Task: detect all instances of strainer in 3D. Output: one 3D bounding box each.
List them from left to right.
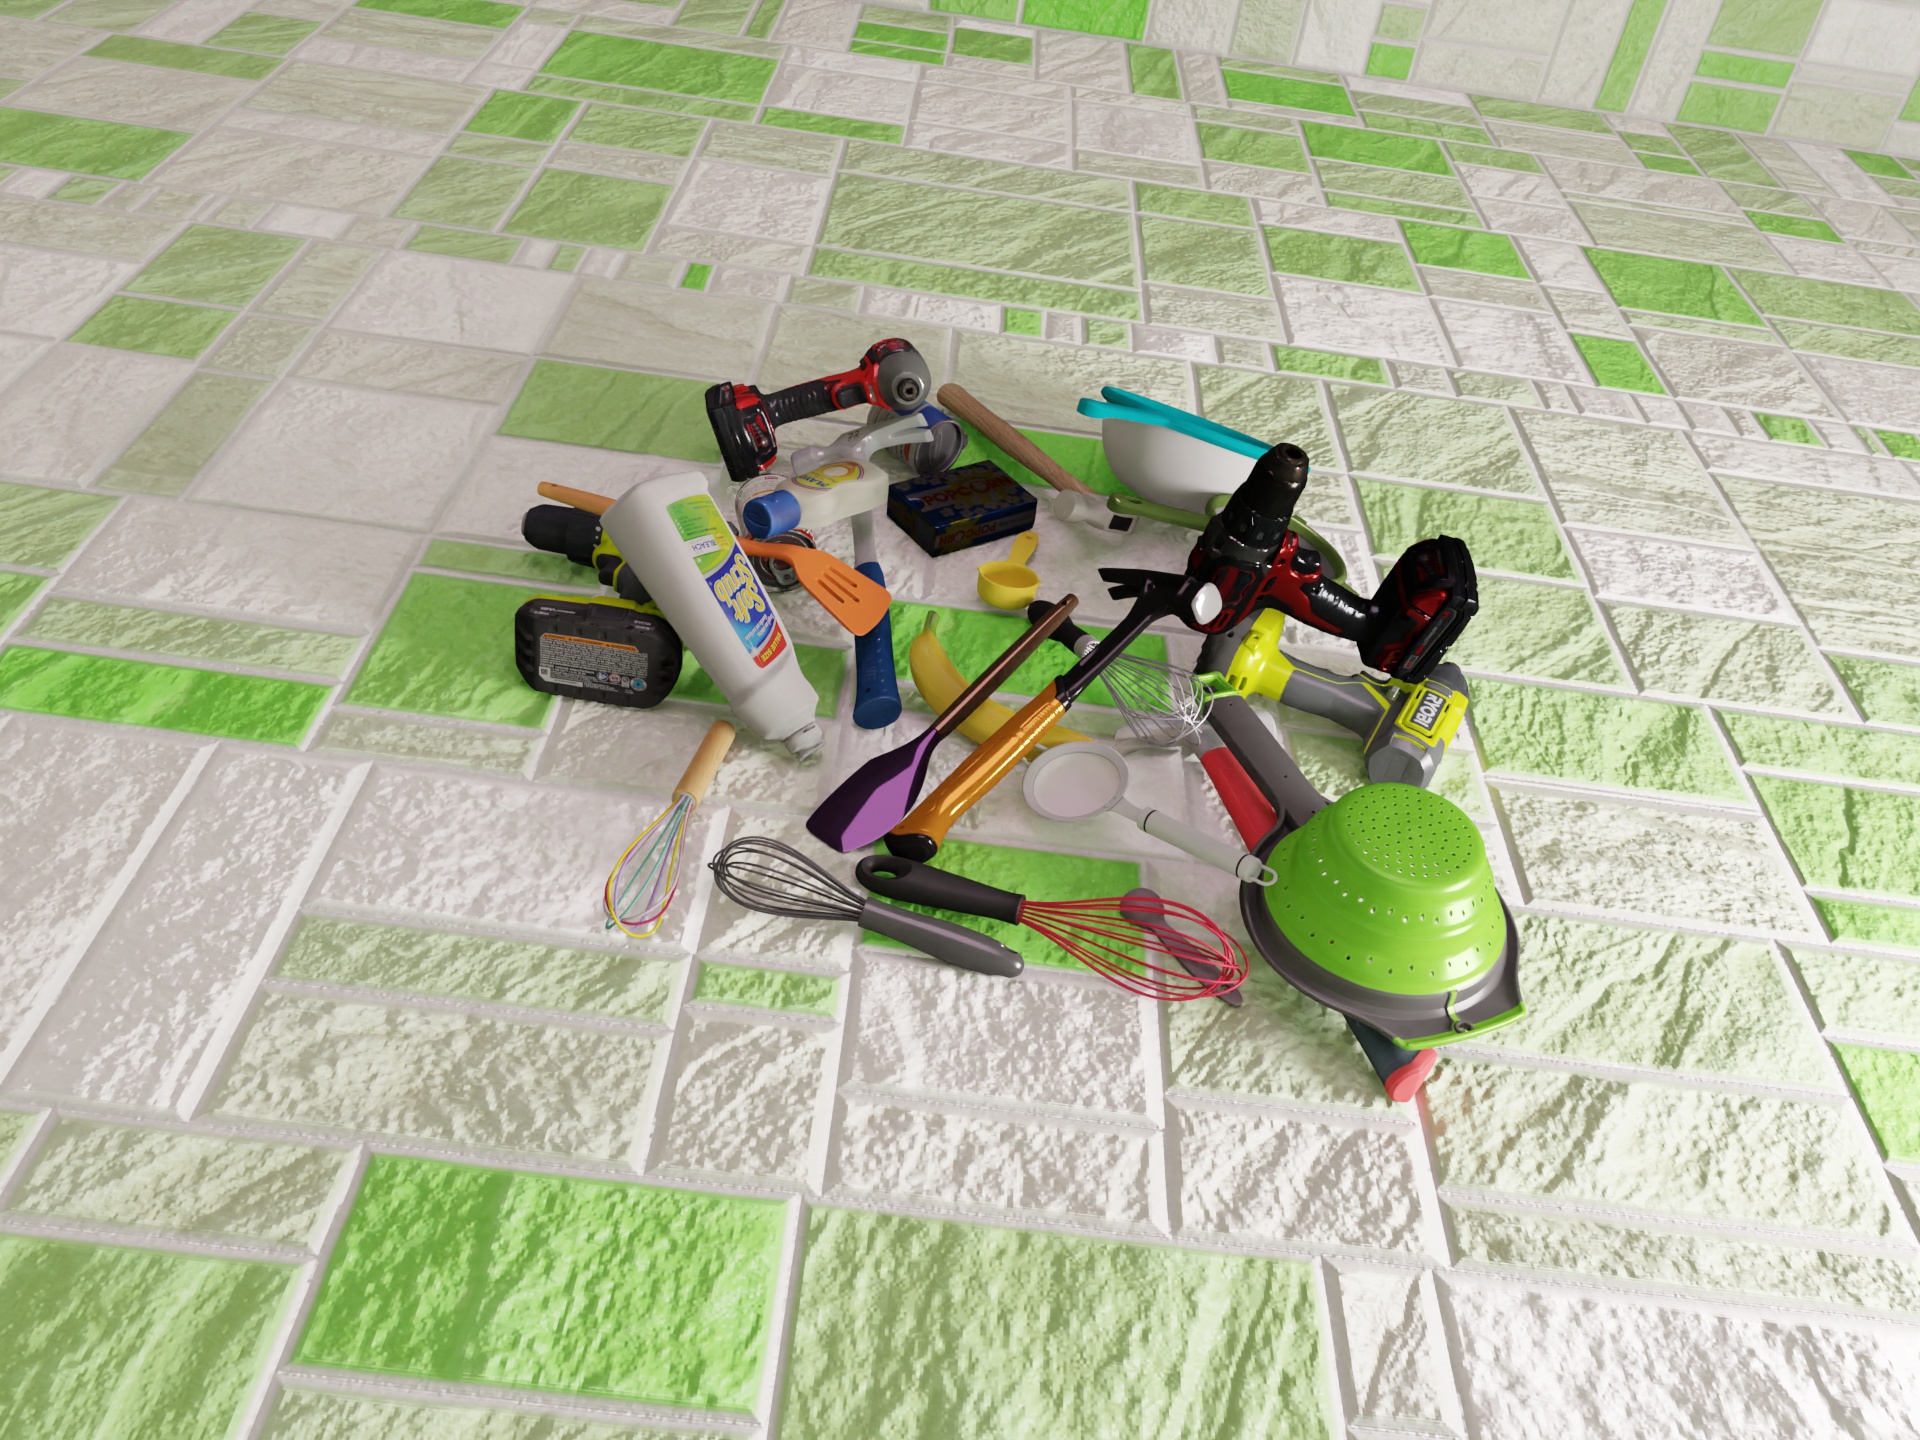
[{"bbox_3d":[0.137,0.076,1.214,0.087,0.050,0.259,-40,41,-24],"label":"strainer"},{"bbox_3d":[0.193,-0.258,1.569,0.211,0.095,0.340,29,19,28],"label":"strainer"},{"bbox_3d":[0.242,-0.159,1.508,0.256,0.069,0.152,11,34,-23],"label":"strainer"}]

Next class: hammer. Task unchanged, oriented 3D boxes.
[{"bbox_3d":[-0.082,-0.148,1.455,0.144,0.035,0.406,-19,43,11],"label":"hammer"},{"bbox_3d":[0.073,-0.276,1.652,0.130,0.031,0.332,8,27,-39],"label":"hammer"},{"bbox_3d":[0.060,-0.008,1.264,0.337,0.034,0.127,-43,33,-22],"label":"hammer"},{"bbox_3d":[0.240,0.127,1.212,0.143,0.038,0.387,-5,41,-15],"label":"hammer"}]

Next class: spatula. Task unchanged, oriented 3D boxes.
[{"bbox_3d":[-0.216,-0.149,1.364,0.322,0.041,0.081,17,35,10],"label":"spatula"},{"bbox_3d":[-0.002,-0.004,1.284,0.060,0.018,0.316,32,60,24],"label":"spatula"}]

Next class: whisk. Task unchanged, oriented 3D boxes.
[{"bbox_3d":[-0.212,0.077,1.189,0.047,0.051,0.245,30,35,-8],"label":"whisk"},{"bbox_3d":[-0.068,0.138,1.137,0.239,0.055,0.055,19,40,4],"label":"whisk"},{"bbox_3d":[0.062,0.142,1.147,0.296,0.073,0.073,13,39,15],"label":"whisk"},{"bbox_3d":[0.124,-0.048,1.358,0.070,0.070,0.285,-10,27,-22],"label":"whisk"}]

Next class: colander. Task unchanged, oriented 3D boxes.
[{"bbox_3d":[0.279,0.061,1.193,0.204,0.094,0.398,-11,43,-19],"label":"colander"}]

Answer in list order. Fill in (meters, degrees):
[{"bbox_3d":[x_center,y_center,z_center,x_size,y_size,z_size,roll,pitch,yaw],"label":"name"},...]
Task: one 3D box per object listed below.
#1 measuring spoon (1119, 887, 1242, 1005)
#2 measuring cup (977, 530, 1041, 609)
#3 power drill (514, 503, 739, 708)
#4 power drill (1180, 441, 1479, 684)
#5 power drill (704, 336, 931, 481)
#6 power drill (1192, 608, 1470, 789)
[{"bbox_3d":[0.164,0.163,1.168,0.034,0.018,0.124,-21,49,-32],"label":"measuring spoon"},{"bbox_3d":[0.053,-0.145,1.525,0.062,0.029,0.157,15,28,6],"label":"measuring cup"},{"bbox_3d":[-0.304,-0.115,1.370,0.190,0.080,0.229,9,36,-2],"label":"power drill"},{"bbox_3d":[0.307,-0.129,1.306,0.226,0.187,0.080,14,47,-9],"label":"power drill"},{"bbox_3d":[-0.136,-0.314,1.570,0.219,0.078,0.143,-19,25,-2],"label":"power drill"},{"bbox_3d":[0.332,-0.038,1.406,0.223,0.080,0.171,27,43,15],"label":"power drill"}]
